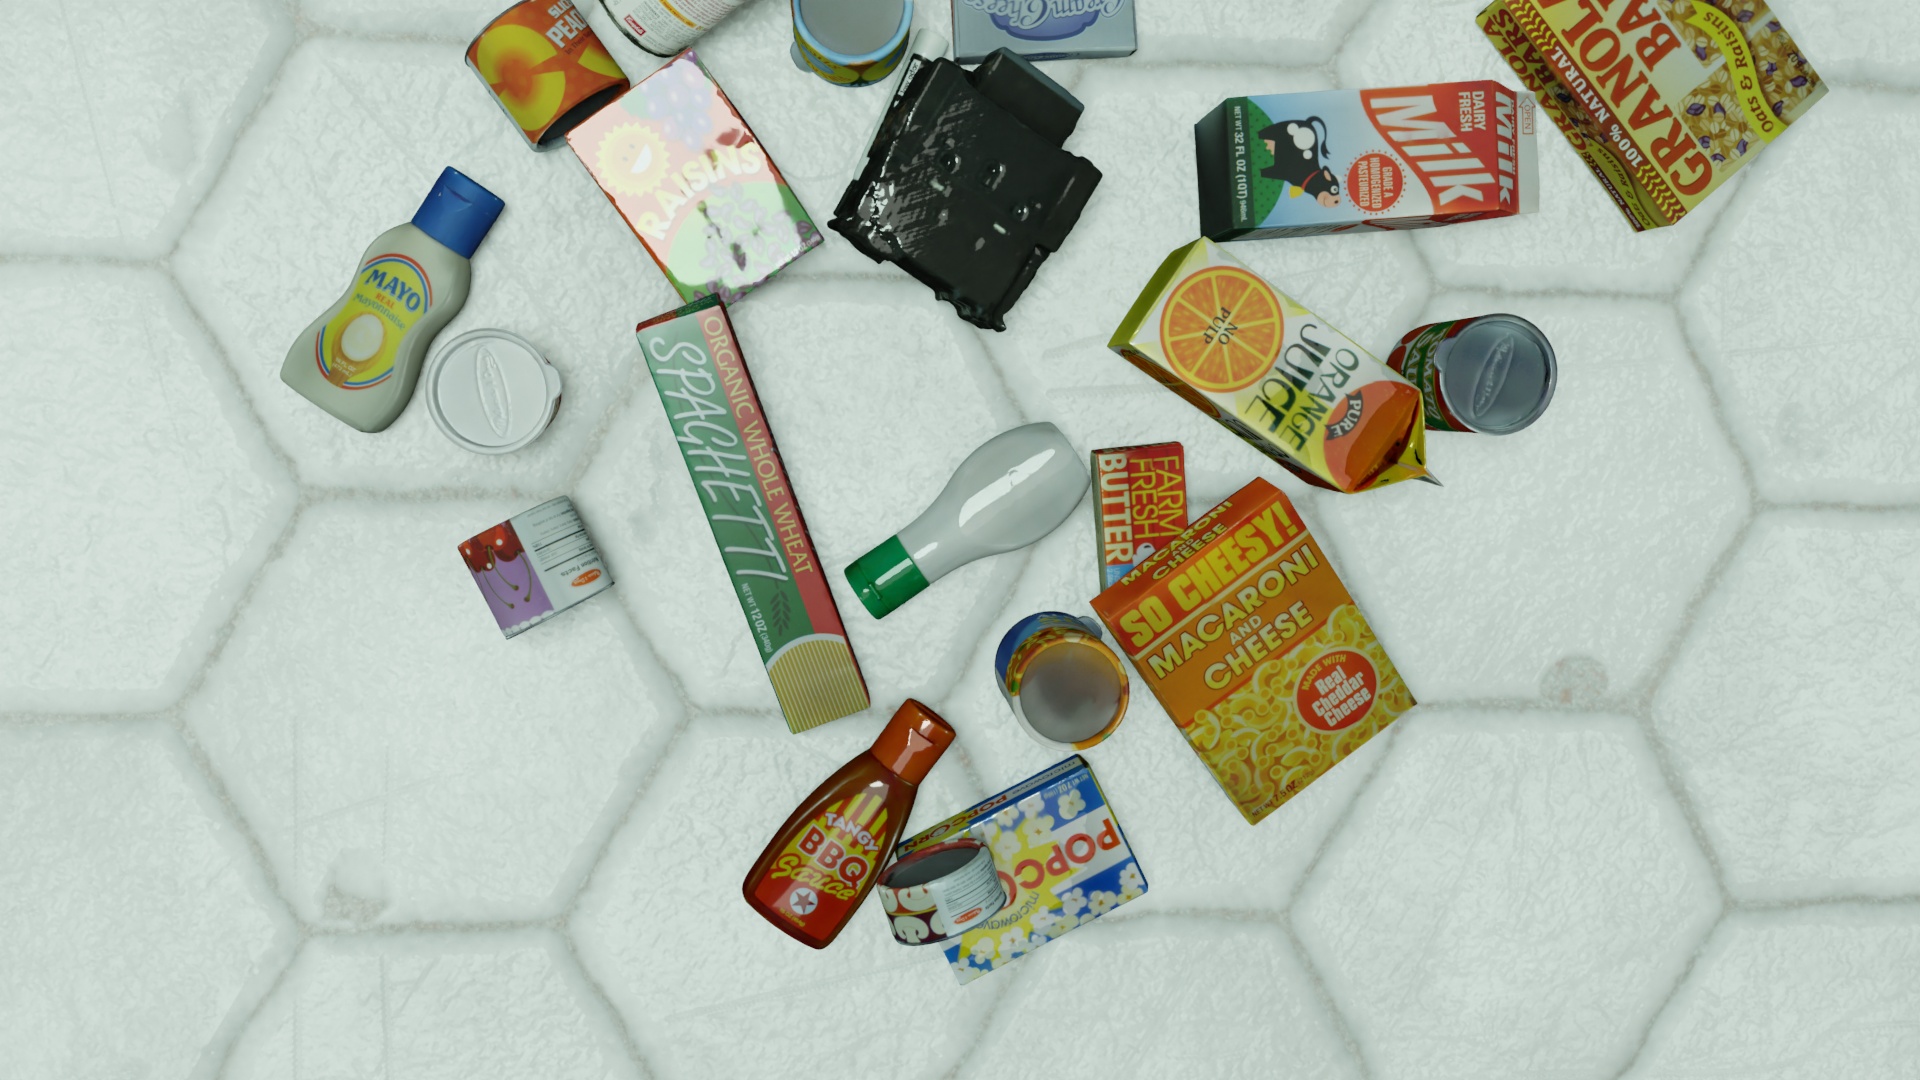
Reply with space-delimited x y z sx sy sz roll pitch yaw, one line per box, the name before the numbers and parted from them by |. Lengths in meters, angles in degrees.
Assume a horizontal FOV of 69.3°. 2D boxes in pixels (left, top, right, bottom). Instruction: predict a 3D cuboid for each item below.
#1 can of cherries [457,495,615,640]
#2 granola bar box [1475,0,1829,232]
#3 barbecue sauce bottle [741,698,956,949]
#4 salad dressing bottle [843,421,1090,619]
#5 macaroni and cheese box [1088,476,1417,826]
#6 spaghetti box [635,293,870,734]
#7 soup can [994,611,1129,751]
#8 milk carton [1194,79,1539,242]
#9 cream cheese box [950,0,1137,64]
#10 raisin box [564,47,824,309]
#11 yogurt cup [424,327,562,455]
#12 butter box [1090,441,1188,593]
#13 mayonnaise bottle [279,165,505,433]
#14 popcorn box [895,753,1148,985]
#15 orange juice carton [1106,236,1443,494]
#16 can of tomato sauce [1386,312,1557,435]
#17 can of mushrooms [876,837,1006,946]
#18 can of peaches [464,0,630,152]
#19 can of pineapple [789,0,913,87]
can of cherries | -0.237 0.015 0.770 0.071 0.071 0.058 -27 97 -2
granola bar box | 0.401 -0.283 0.809 0.124 0.039 0.165 -41 97 -1
barbecue sauce bottle | -0.060 0.161 0.808 0.065 0.044 0.148 36 91 -6
salad dressing bottle | 0.003 -0.010 0.798 0.148 0.044 0.064 -34 99 0
macaroni and cheese box | 0.170 0.065 0.803 0.124 0.040 0.166 -37 110 -1
spaghetti box | -0.114 -0.011 0.776 0.050 0.029 0.249 -20 106 -3
soup can | 0.058 0.077 0.790 0.071 0.084 0.071 0 95 -5
milk carton | 0.235 -0.213 0.784 0.191 0.073 0.072 -4 96 -5
cream cheese box | 0.046 -0.300 0.785 0.104 0.024 0.053 -4 96 -4
raisin box | -0.144 -0.193 0.764 0.086 0.040 0.123 -35 106 0
yogurt cup | -0.253 -0.082 0.764 0.072 0.054 0.072 0 95 -5
butter box | 0.107 -0.005 0.816 0.053 0.024 0.103 -5 96 -5
mayonnaise bottle | -0.306 -0.134 0.762 0.065 0.041 0.148 34 92 -5
popcorn box | 0.036 0.193 0.821 0.127 0.038 0.085 -26 97 -2
orange juice carton | 0.186 -0.087 0.792 0.192 0.072 0.073 34 93 -7
can of tomato sauce | 0.287 -0.094 0.794 0.071 0.083 0.071 0 95 -5
can of mushrooms | -0.012 0.193 0.765 0.071 0.071 0.033 -19 96 -3
can of peaches | -0.219 -0.252 0.745 0.071 0.071 0.058 -36 98 -1
can of pineapple | -0.061 -0.286 0.760 0.071 0.058 0.071 0 96 -5
